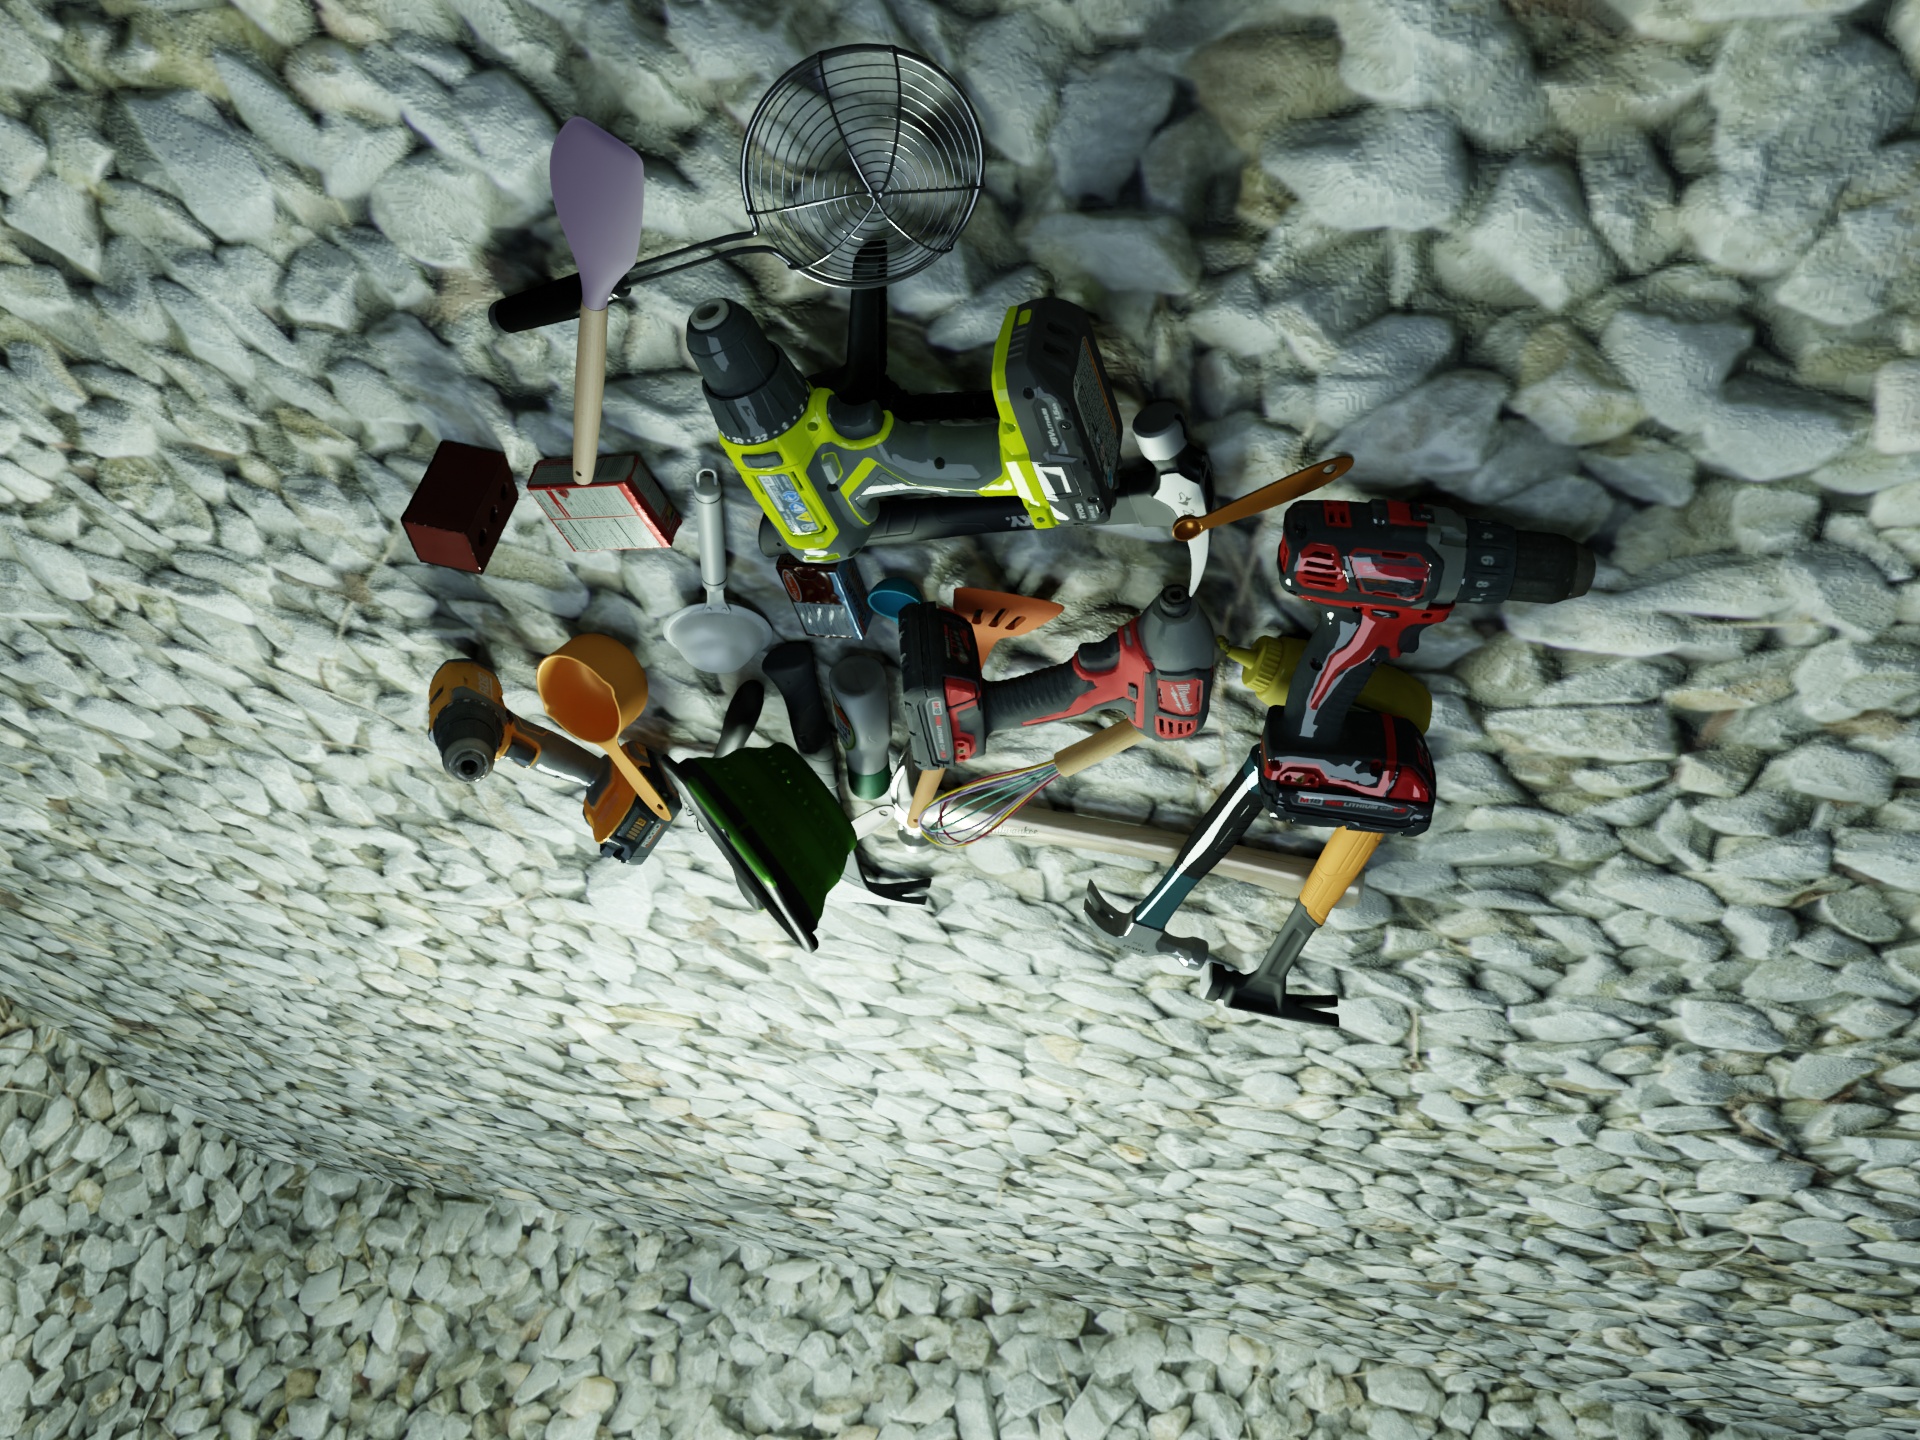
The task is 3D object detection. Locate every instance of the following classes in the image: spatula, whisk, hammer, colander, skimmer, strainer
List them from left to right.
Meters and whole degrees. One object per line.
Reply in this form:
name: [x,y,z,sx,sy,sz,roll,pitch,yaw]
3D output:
spatula: [-0.220,-0.234,0.945,0.060,0.018,0.315,33,151,3]
skimmer: [-0.148,-0.283,0.915,0.363,0.090,0.127,-1,143,42]
strainer: [-0.188,-0.101,1.206,0.087,0.050,0.258,0,145,-5]
whisk: [-0.208,0.033,1.414,0.055,0.055,0.238,21,144,-8]
colander: [-0.159,0.106,1.401,0.204,0.094,0.397,51,167,8]
hammer: [-0.116,0.062,1.429,0.149,0.036,0.408,8,147,11]
spatula: [-0.002,-0.004,1.243,0.081,0.041,0.322,9,139,-11]
hammer: [0.009,-0.135,1.070,0.335,0.035,0.146,-2,143,26]
whisk: [0.066,0.046,1.280,0.245,0.051,0.047,-28,86,29]
hammer: [0.141,0.098,1.372,0.410,0.038,0.146,10,146,9]
hammer: [0.196,0.115,1.314,0.128,0.033,0.330,18,145,-5]
hammer: [0.306,0.145,1.313,0.127,0.034,0.336,13,137,-2]

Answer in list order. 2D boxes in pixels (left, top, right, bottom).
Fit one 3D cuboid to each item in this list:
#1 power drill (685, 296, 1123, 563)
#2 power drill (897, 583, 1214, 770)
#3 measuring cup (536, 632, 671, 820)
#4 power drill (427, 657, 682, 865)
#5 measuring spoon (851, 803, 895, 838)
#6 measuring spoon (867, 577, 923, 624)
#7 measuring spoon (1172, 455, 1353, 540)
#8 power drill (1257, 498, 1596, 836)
power drill: [-0.034,-0.176,0.922,0.228,0.080,0.190,-2,145,20]
power drill: [0.070,-0.036,1.121,0.219,0.079,0.143,-6,145,1]
measuring cup: [-0.284,0.004,1.347,0.095,0.052,0.173,-17,114,40]
power drill: [-0.357,0.041,1.382,0.226,0.084,0.185,32,-171,-26]
measuring spoon: [-0.097,0.096,1.431,0.034,0.018,0.124,38,135,-22]
measuring spoon: [-0.034,-0.074,1.206,0.042,0.021,0.128,2,155,19]
measuring spoon: [0.184,-0.139,0.975,0.117,0.011,0.021,-22,142,10]
power drill: [0.288,-0.036,1.022,0.188,0.080,0.226,6,127,5]
